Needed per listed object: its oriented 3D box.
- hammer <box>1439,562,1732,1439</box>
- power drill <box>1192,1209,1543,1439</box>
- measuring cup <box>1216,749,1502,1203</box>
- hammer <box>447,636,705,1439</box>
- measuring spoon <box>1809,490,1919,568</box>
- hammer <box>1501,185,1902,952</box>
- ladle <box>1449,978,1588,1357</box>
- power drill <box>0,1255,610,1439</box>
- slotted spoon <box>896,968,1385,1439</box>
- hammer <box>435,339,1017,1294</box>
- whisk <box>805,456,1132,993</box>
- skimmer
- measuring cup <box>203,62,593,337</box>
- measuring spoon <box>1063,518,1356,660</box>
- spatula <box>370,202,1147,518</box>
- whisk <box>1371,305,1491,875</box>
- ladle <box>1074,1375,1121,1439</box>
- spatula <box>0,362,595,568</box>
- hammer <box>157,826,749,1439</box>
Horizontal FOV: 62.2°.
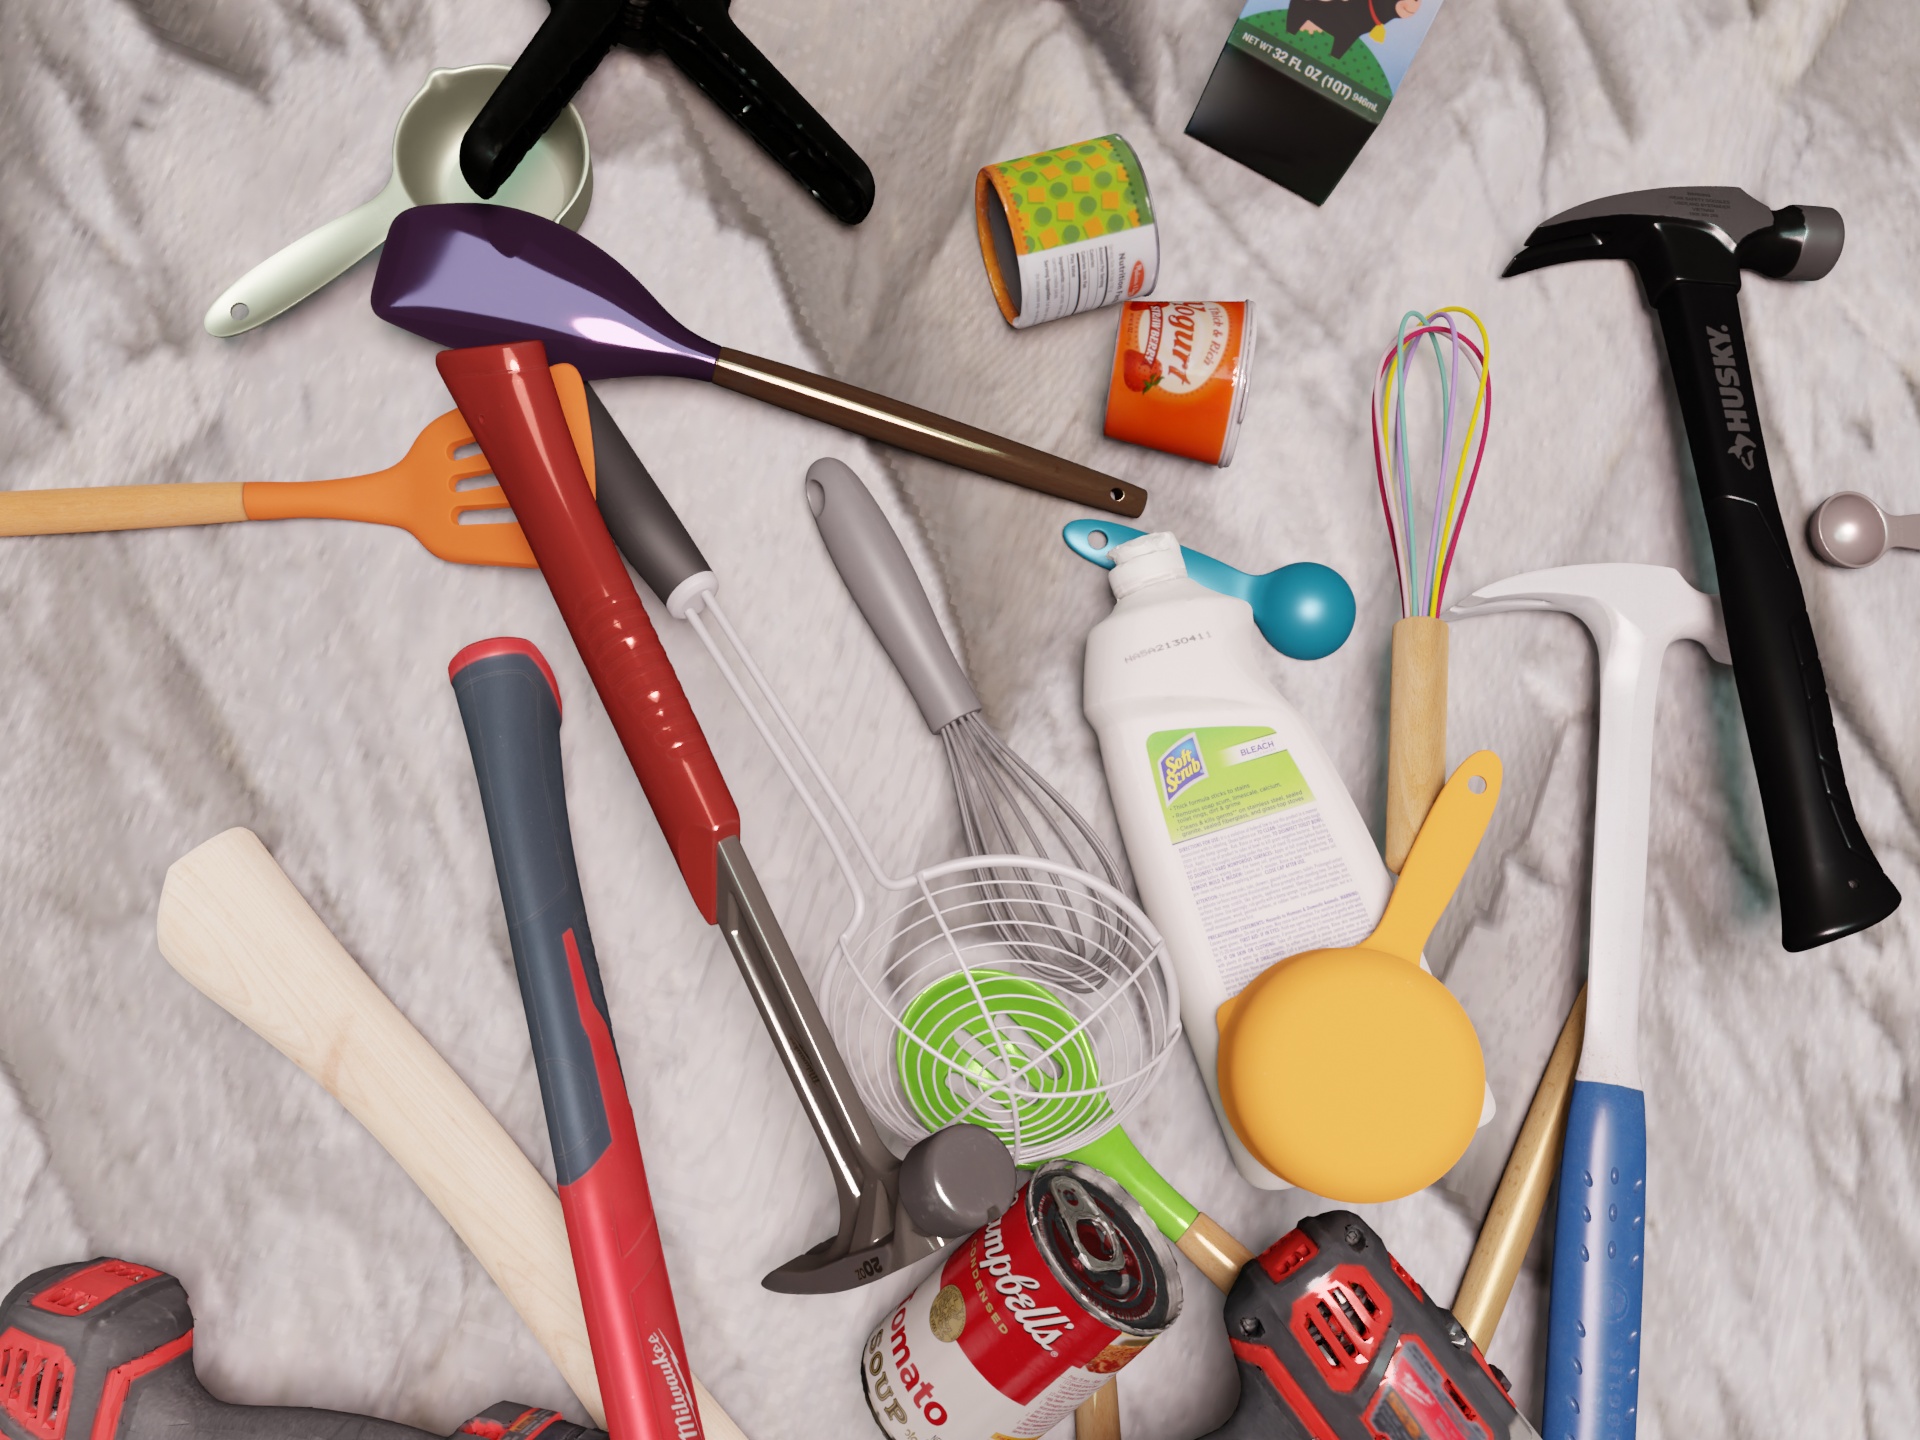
[{"bbox_3d":[0.247,0.130,0.619,0.144,0.035,0.406,10,76,-4],"label":"hammer"},{"bbox_3d":[0.102,0.300,0.520,0.226,0.080,0.188,-37,83,-4],"label":"power drill"},{"bbox_3d":[0.155,0.085,0.554,0.095,0.052,0.173,27,84,6],"label":"measuring cup"},{"bbox_3d":[-0.130,0.143,0.527,0.038,0.143,0.387,-26,68,19],"label":"hammer"},{"bbox_3d":[0.426,-0.080,0.701,0.124,0.018,0.034,1,81,-13],"label":"measuring spoon"},{"bbox_3d":[0.312,-0.073,0.641,0.146,0.035,0.335,2,69,-7],"label":"hammer"},{"bbox_3d":[0.195,0.244,0.619,0.069,0.031,0.315,29,77,-11],"label":"ladle"},{"bbox_3d":[-0.230,0.278,0.528,0.220,0.078,0.143,13,90,10],"label":"power drill"},{"bbox_3d":[0.102,0.206,0.586,0.314,0.031,0.070,40,81,13],"label":"slotted spoon"},{"bbox_3d":[-0.102,0.024,0.560,0.036,0.149,0.359,-19,76,-36],"label":"hammer"},{"bbox_3d":[-0.001,-0.002,0.626,0.055,0.055,0.239,-27,82,-9],"label":"whisk"},{"bbox_3d":[-0.057,0.003,0.605,0.127,0.090,0.363,-41,69,16],"label":"skimmer"},{"bbox_3d":[-0.223,-0.195,0.637,0.167,0.038,0.083,-35,87,-8],"label":"measuring cup"},{"bbox_3d":[0.105,-0.061,0.657,0.128,0.021,0.042,18,80,-3],"label":"measuring spoon"},{"bbox_3d":[-0.072,-0.136,0.635,0.315,0.018,0.060,17,90,-10],"label":"spatula"},{"bbox_3d":[0.185,-0.059,0.629,0.047,0.051,0.245,-2,69,27],"label":"whisk"},{"bbox_3d":[0.059,0.349,0.575,0.078,0.062,0.320,-1,79,-10],"label":"ladle"},{"bbox_3d":[-0.301,-0.085,0.609,0.322,0.041,0.081,-4,87,-6],"label":"spatula"},{"bbox_3d":[-0.142,0.199,0.585,0.146,0.038,0.410,-40,87,-12],"label":"hammer"}]
